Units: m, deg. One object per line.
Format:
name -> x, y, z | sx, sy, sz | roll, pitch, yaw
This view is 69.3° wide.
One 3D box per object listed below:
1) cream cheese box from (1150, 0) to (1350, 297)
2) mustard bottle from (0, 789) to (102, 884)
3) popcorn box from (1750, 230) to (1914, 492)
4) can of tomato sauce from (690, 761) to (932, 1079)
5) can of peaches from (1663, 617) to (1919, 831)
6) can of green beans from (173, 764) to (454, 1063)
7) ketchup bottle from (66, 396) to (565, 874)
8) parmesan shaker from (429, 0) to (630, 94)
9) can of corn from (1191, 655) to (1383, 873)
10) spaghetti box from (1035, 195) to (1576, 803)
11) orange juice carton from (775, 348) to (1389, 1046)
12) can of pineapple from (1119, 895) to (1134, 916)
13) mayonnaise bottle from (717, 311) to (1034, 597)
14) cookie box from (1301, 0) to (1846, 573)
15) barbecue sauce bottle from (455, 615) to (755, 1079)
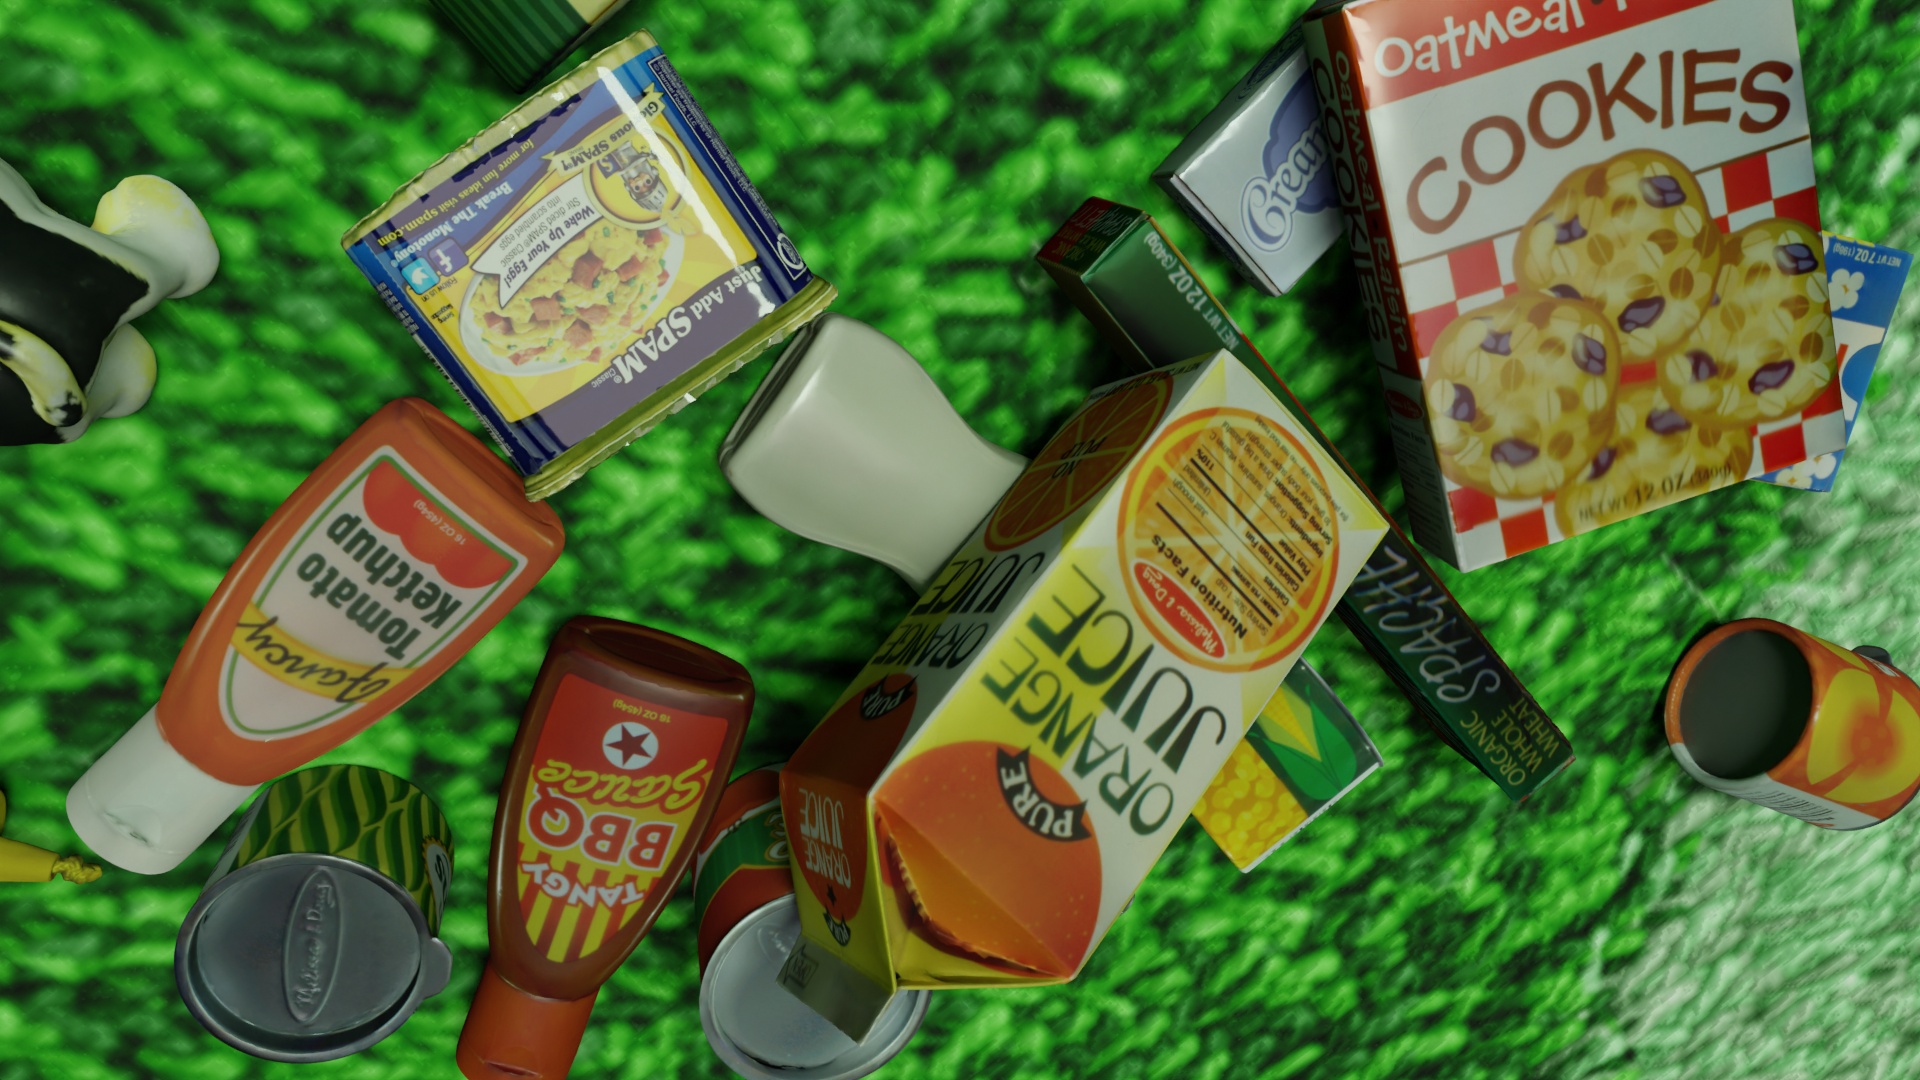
cream cheese box -> 0.114, -0.130, 0.425 | 0.104, 0.024, 0.053 | -46, 110, 3
mustard bottle -> -0.319, 0.075, 0.371 | 0.160, 0.049, 0.065 | 14, 105, -17
popcorn box -> 0.243, -0.069, 0.468 | 0.127, 0.038, 0.085 | 8, 104, -15
can of tomato sauce -> -0.048, 0.114, 0.430 | 0.071, 0.083, 0.071 | -4, 108, -12
can of peaches -> 0.306, 0.065, 0.509 | 0.058, 0.071, 0.071 | 19, 102, -17
can of green beans -> -0.186, 0.108, 0.408 | 0.071, 0.058, 0.071 | -4, 107, -12
ketchup bottle -> -0.185, 0.031, 0.393 | 0.149, 0.043, 0.064 | -44, 110, 3
parmesan shaker -> -0.123, -0.167, 0.334 | 0.071, 0.071, 0.103 | -41, 112, 2
can of corn -> 0.093, 0.064, 0.458 | 0.058, 0.071, 0.071 | -39, 111, 1
spaghetti box -> 0.117, -0.007, 0.450 | 0.028, 0.050, 0.249 | -43, 111, 4
orange juice carton -> 0.022, 0.044, 0.368 | 0.073, 0.071, 0.193 | 45, 71, -15
can of pineapple -> 0.024, 0.084, 0.445 | 0.071, 0.071, 0.057 | -34, 111, -1
mayonnaise bottle -> 0.002, -0.005, 0.428 | 0.148, 0.041, 0.065 | 35, 91, -22
cookie box -> 0.180, -0.090, 0.407 | 0.123, 0.040, 0.167 | -18, 106, -1
barbecue sauce bottle -> -0.116, 0.100, 0.431 | 0.065, 0.044, 0.148 | 19, 102, -13
